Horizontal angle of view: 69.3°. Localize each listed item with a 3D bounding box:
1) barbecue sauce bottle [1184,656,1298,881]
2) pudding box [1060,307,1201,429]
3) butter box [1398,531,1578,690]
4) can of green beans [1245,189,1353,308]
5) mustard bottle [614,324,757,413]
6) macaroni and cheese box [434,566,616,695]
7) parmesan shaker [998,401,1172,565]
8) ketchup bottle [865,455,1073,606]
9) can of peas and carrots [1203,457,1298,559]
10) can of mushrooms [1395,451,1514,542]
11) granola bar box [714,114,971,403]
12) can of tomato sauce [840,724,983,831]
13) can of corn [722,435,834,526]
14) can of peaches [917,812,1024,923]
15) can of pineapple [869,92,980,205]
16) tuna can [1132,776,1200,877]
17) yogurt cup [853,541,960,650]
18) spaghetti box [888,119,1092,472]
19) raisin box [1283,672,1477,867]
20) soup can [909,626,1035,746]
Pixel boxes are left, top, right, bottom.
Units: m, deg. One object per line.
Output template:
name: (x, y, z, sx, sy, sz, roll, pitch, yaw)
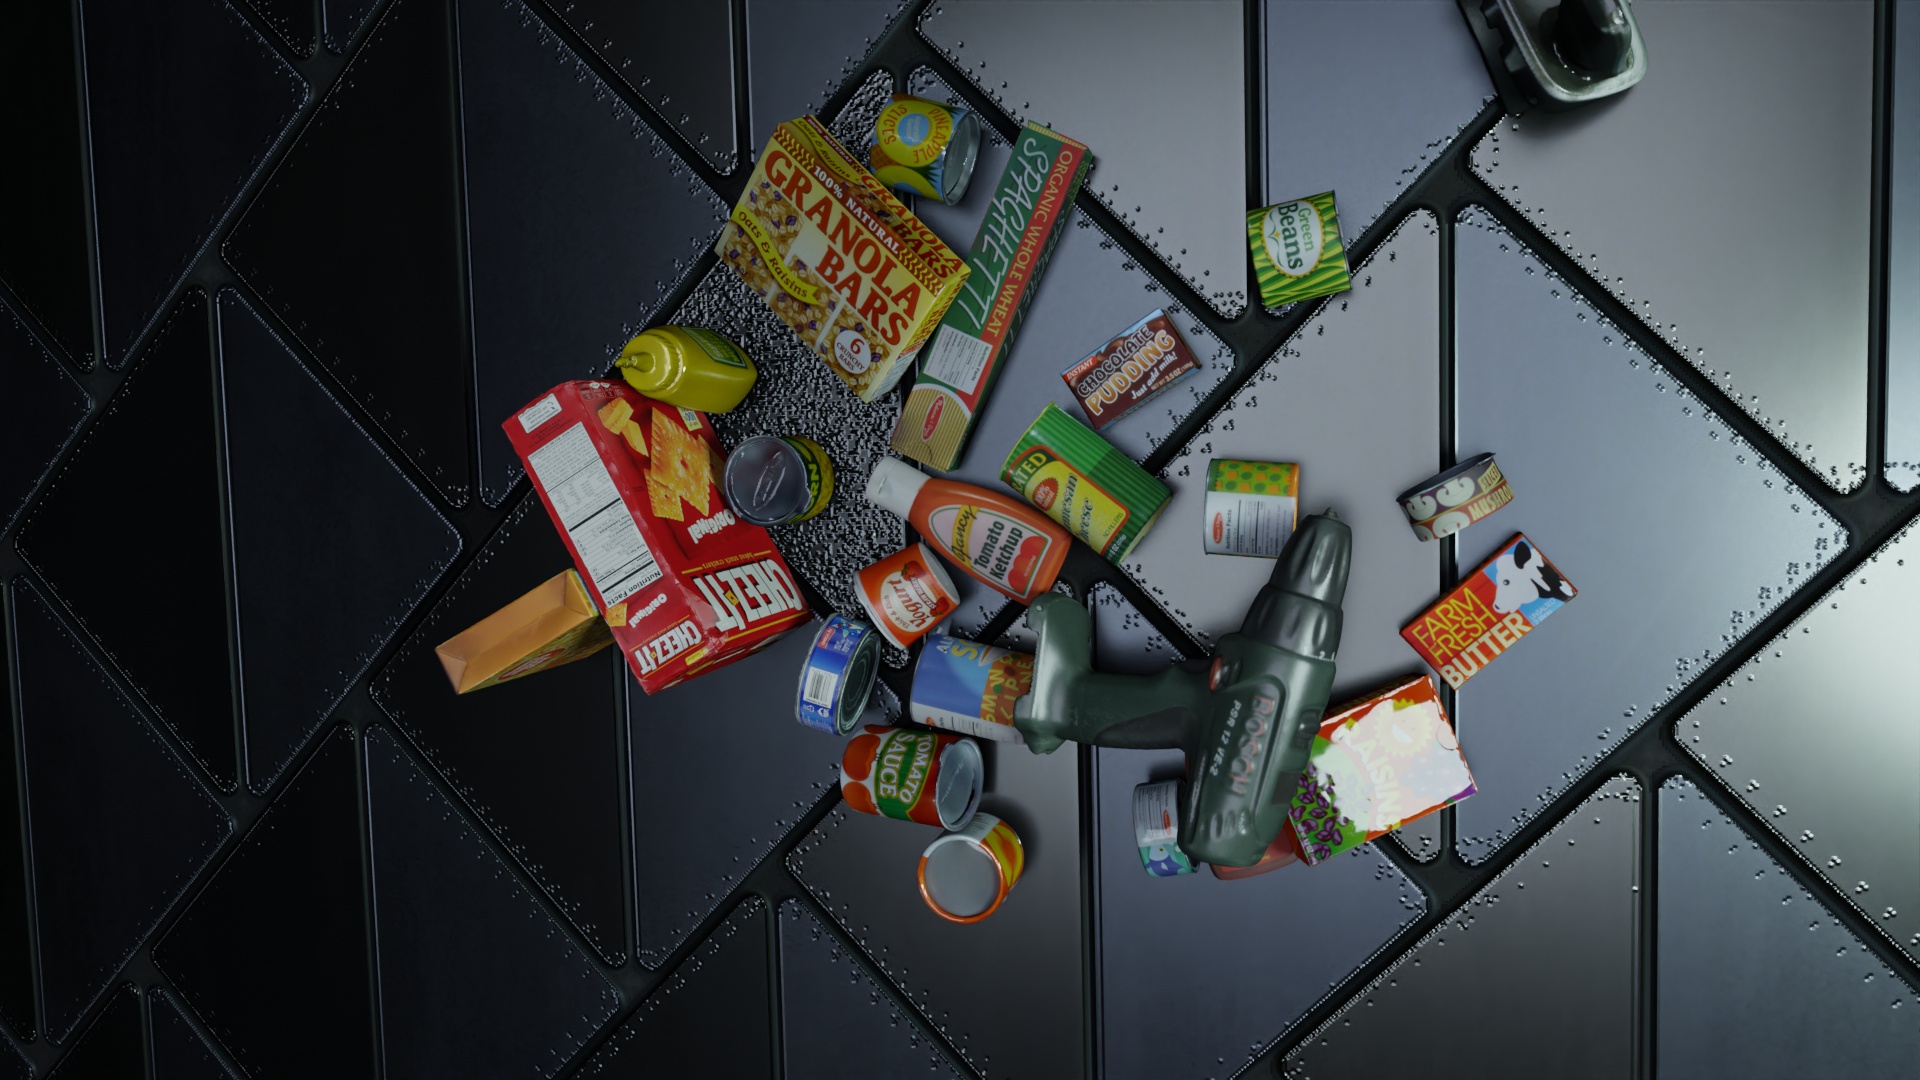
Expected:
barbecue sauce bottle: (0.184, 0.155, 0.959, 0.065, 0.044, 0.148, -17, 89, 6)
pudding box: (0.118, -0.119, 0.964, 0.083, 0.030, 0.049, -32, 84, 16)
butter box: (0.346, 0.047, 0.915, 0.103, 0.024, 0.053, -43, 83, 15)
can of green beans: (0.222, -0.190, 0.910, 0.058, 0.071, 0.071, -11, 92, 17)
mustard bottle: (-0.200, -0.123, 0.987, 0.065, 0.160, 0.048, 42, 103, 8)
macaroni and cheese box: (-0.281, 0.056, 1.020, 0.123, 0.167, 0.040, -29, 86, 16)
parmesan shaker: (0.088, -0.040, 0.958, 0.103, 0.071, 0.071, 38, 103, 10)
ketchup bottle: (0.004, -0.013, 0.998, 0.149, 0.044, 0.064, 28, 108, 13)
can of peas and carrots: (0.196, -0.023, 0.933, 0.059, 0.071, 0.071, 4, 96, 15)
can of mushrooms: (0.320, -0.028, 0.894, 0.071, 0.071, 0.033, -28, 88, 16)
granola bar box: (-0.086, -0.199, 0.988, 0.165, 0.039, 0.123, 45, 131, 8)
can of tomato sauce: (-0.036, 0.169, 1.001, 0.083, 0.071, 0.071, 4, 96, 30)
can of corn: (-0.131, -0.044, 1.026, 0.071, 0.058, 0.071, 1, 95, 16)
can of peaches: (0.009, 0.239, 1.008, 0.071, 0.058, 0.071, 1, 94, 16)
can of pineapple: (-0.025, -0.275, 0.972, 0.058, 0.071, 0.071, 19, 99, 14)
tuna can: (0.144, 0.200, 0.965, 0.033, 0.071, 0.071, -12, 91, 18)
yogurt cup: (-0.037, 0.037, 1.004, 0.054, 0.072, 0.072, -33, 85, 8)
spaghetti box: (0.021, -0.170, 0.988, 0.050, 0.029, 0.249, 26, 101, 12)
raisin box: (0.266, 0.150, 0.920, 0.123, 0.040, 0.086, -23, 87, -3)
soup can: (0.014, 0.104, 0.993, 0.084, 0.071, 0.071, 11, 98, 14)
